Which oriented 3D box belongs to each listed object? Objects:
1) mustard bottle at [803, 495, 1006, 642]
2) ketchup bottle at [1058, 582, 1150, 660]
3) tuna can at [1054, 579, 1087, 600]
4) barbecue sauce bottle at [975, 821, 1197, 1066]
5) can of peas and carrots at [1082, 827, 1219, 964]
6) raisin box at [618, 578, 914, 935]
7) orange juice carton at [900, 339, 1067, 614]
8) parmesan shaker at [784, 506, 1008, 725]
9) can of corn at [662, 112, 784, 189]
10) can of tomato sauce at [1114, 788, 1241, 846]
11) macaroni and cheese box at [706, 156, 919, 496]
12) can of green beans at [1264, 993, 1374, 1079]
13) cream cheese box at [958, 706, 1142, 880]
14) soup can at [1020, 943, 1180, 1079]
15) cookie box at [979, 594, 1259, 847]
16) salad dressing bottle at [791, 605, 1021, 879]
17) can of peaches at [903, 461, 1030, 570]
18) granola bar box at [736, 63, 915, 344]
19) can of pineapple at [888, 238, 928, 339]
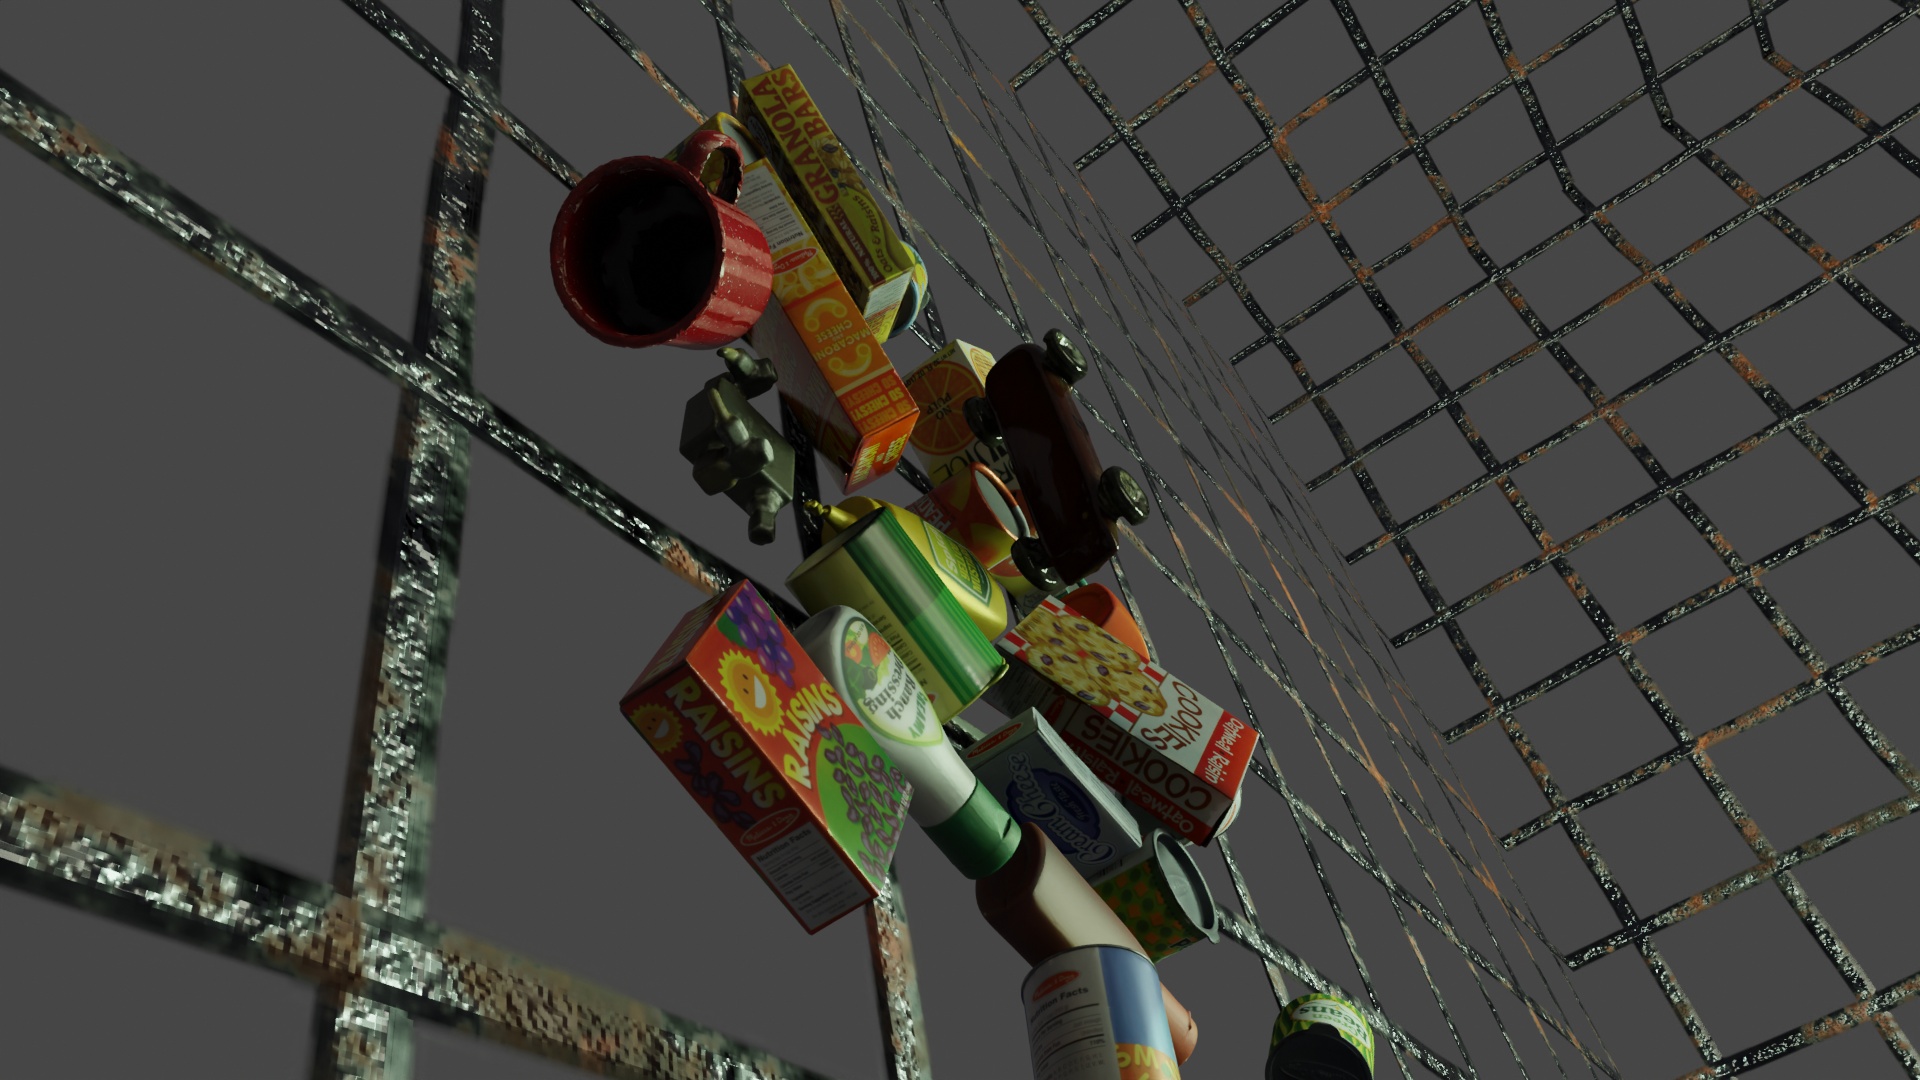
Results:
[{"bbox_3d":[-0.034,0.013,0.792,0.160,0.048,0.065,36,25,-47],"label":"mustard bottle"},{"bbox_3d":[0.110,0.090,1.015,0.148,0.065,0.044,49,5,-48],"label":"ketchup bottle"},{"bbox_3d":[0.077,0.048,1.043,0.071,0.032,0.071,49,19,-23],"label":"tuna can"},{"bbox_3d":[0.068,0.215,0.715,0.148,0.043,0.065,50,19,-20],"label":"barbecue sauce bottle"},{"bbox_3d":[0.107,0.210,0.798,0.071,0.058,0.071,48,20,-24],"label":"can of peas and carrots"},{"bbox_3d":[-0.076,0.086,0.574,0.123,0.040,0.086,54,19,-12],"label":"raisin box"},{"bbox_3d":[0.028,-0.046,1.014,0.193,0.071,0.073,60,18,13],"label":"orange juice carton"},{"bbox_3d":[-0.032,0.040,0.714,0.103,0.071,0.071,54,18,-8],"label":"parmesan shaker"},{"bbox_3d":[-0.155,-0.230,0.882,0.071,0.058,0.071,49,19,-23],"label":"can of corn"},{"bbox_3d":[0.148,0.176,0.955,0.071,0.071,0.083,62,19,19],"label":"can of tomato sauce"},{"bbox_3d":[-0.089,-0.117,0.800,0.166,0.040,0.123,59,-15,7],"label":"macaroni and cheese box"},{"bbox_3d":[0.232,0.334,0.893,0.071,0.071,0.058,58,18,4],"label":"can of green beans"},{"bbox_3d":[0.051,0.145,0.775,0.103,0.053,0.024,49,17,-21],"label":"cream cheese box"},{"bbox_3d":[0.067,0.240,0.633,0.071,0.071,0.084,45,22,-31],"label":"soup can"},{"bbox_3d":[0.100,0.109,0.872,0.167,0.040,0.123,33,20,10],"label":"cookie box"},{"bbox_3d":[-0.028,0.099,0.666,0.147,0.044,0.064,51,29,-15],"label":"salad dressing bottle"},{"bbox_3d":[0.003,-0.011,0.914,0.071,0.058,0.071,49,19,-24],"label":"can of peaches"},{"bbox_3d":[-0.097,-0.220,0.946,0.165,0.039,0.124,59,-18,7],"label":"granola bar box"},{"bbox_3d":[-0.059,-0.189,1.044,0.071,0.071,0.058,50,20,-18],"label":"can of pineapple"}]
